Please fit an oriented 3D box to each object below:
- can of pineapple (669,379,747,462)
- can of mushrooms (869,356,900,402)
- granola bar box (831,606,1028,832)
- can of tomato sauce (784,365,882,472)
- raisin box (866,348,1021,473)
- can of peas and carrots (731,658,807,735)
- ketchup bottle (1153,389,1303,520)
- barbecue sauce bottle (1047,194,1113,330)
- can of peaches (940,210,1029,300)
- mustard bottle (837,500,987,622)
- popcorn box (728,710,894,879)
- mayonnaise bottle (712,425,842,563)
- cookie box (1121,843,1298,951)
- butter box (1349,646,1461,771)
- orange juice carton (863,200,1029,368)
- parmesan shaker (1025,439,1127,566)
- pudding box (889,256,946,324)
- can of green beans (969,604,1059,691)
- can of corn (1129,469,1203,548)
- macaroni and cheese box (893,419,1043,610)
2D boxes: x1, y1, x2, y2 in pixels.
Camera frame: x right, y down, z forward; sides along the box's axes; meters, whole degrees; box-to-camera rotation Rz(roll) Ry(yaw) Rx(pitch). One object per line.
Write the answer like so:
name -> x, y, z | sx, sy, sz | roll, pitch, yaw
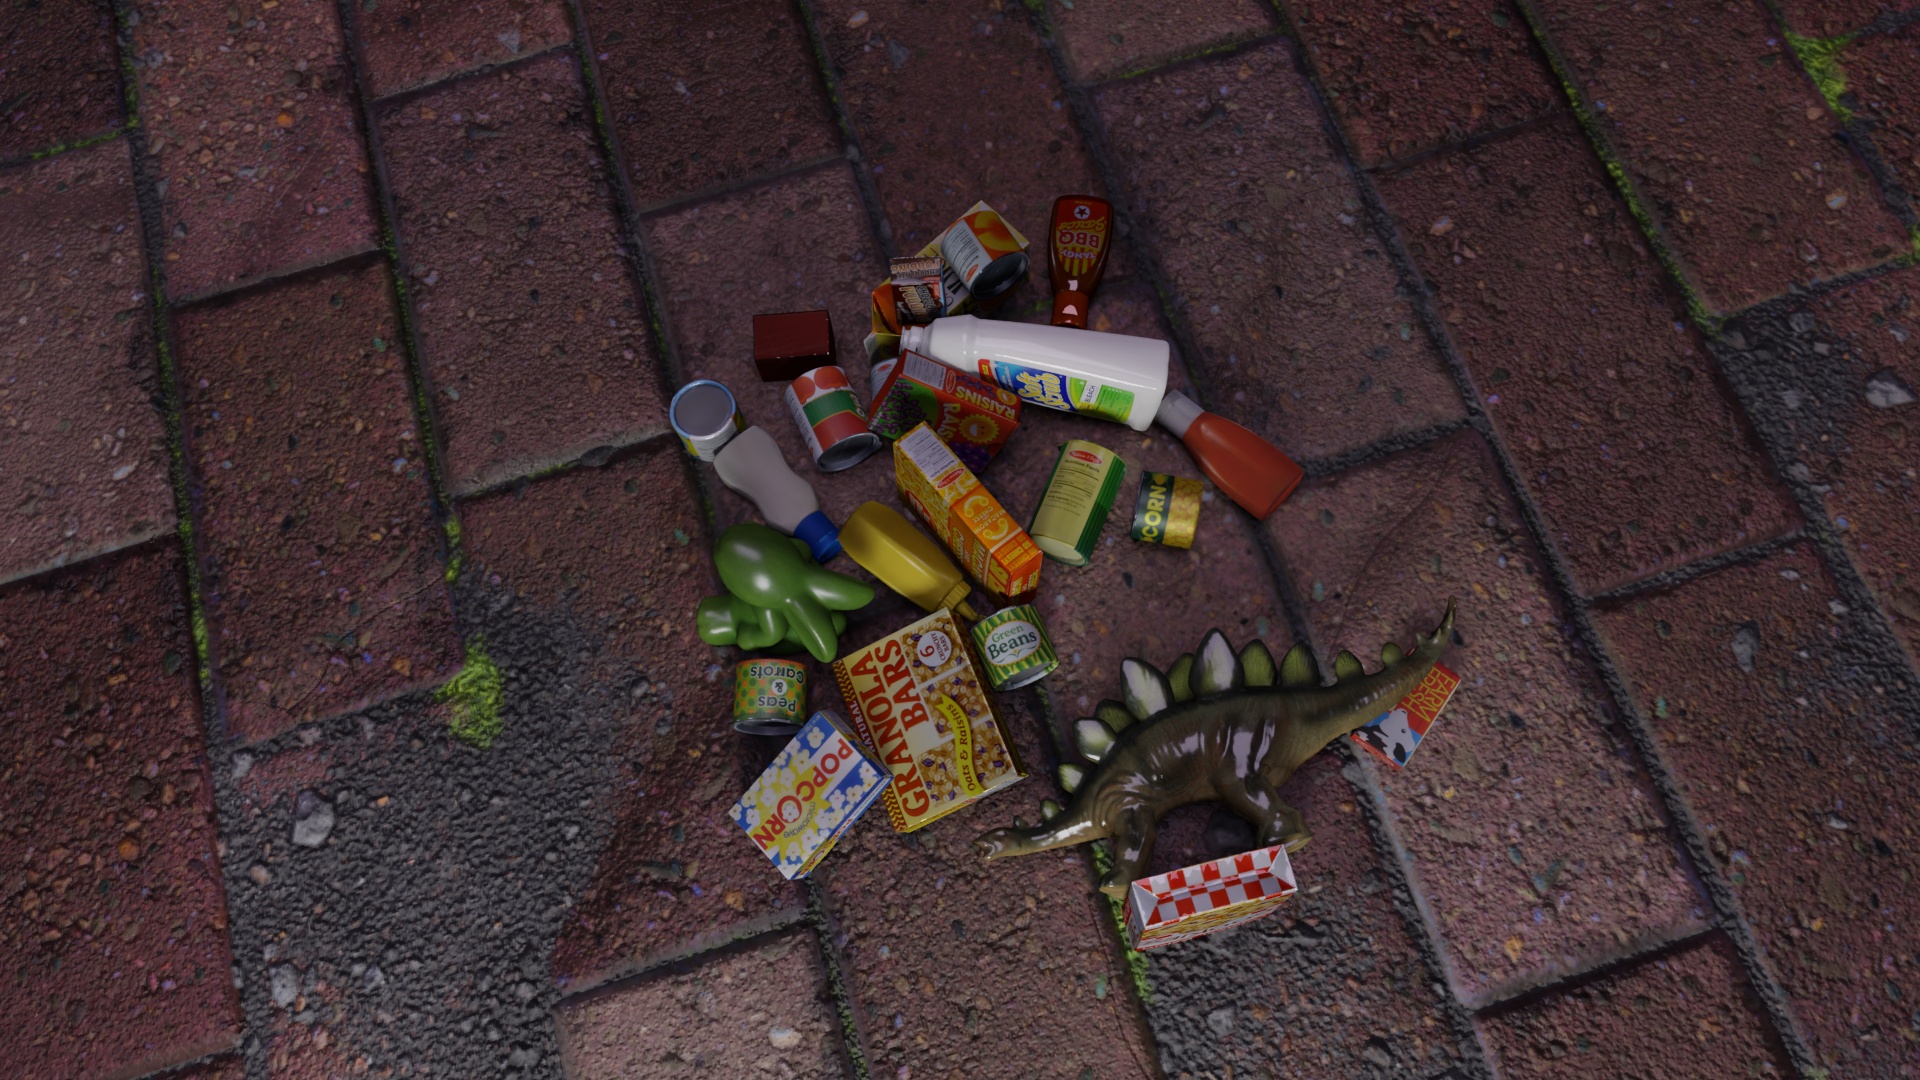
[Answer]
can of pineapple -> -0.248, -0.119, 1.364 | 0.071, 0.057, 0.071 | -1, 70, 3
can of mushrooms -> -0.053, -0.152, 1.365 | 0.071, 0.071, 0.033 | -6, 70, 0
granola bar box -> -0.029, 0.161, 1.247 | 0.124, 0.039, 0.166 | -27, 71, 10
can of tomato sauce -> -0.124, -0.119, 1.355 | 0.071, 0.071, 0.083 | -25, 71, -6
raisin box -> -0.015, -0.121, 1.317 | 0.123, 0.085, 0.040 | 21, 49, -15
can of peas and carrots -> -0.172, 0.142, 1.260 | 0.071, 0.070, 0.059 | -1, 70, 2
ketchup bottle -> 0.254, -0.088, 1.339 | 0.149, 0.043, 0.065 | 41, 76, 15
barbecue sauce bottle -> 0.118, -0.278, 1.415 | 0.065, 0.043, 0.149 | 7, 71, 4
can of peaches -> 0.024, -0.273, 1.329 | 0.071, 0.071, 0.058 | -31, 71, -8
mustard bottle -> -0.040, 0.029, 1.300 | 0.160, 0.065, 0.048 | 40, 117, 8
popcorn box -> -0.131, 0.224, 1.224 | 0.085, 0.038, 0.126 | 43, 95, 19
mayonnaise bottle -> -0.171, -0.041, 1.343 | 0.065, 0.041, 0.148 | -41, 75, -10
cookie box -> 0.200, 0.296, 1.137 | 0.123, 0.167, 0.040 | -14, 68, -2
butter box -> 0.403, 0.152, 1.256 | 0.053, 0.024, 0.104 | 35, 76, 13
orange juice carton -> -0.022, -0.244, 1.393 | 0.193, 0.071, 0.073 | -42, 73, -12
parmesan shaker -> 0.106, -0.035, 1.316 | 0.071, 0.071, 0.103 | 21, 73, 10
pudding box -> -0.039, -0.235, 1.307 | 0.050, 0.083, 0.030 | -3, 73, 1
can of green beans -> 0.049, 0.098, 1.268 | 0.071, 0.071, 0.058 | -21, 71, -5
can of corn -> 0.194, -0.029, 1.306 | 0.058, 0.071, 0.071 | 11, 71, 6
macaroni and cheese box -> 0.005, -0.016, 1.281 | 0.040, 0.123, 0.167 | -37, 73, -14
